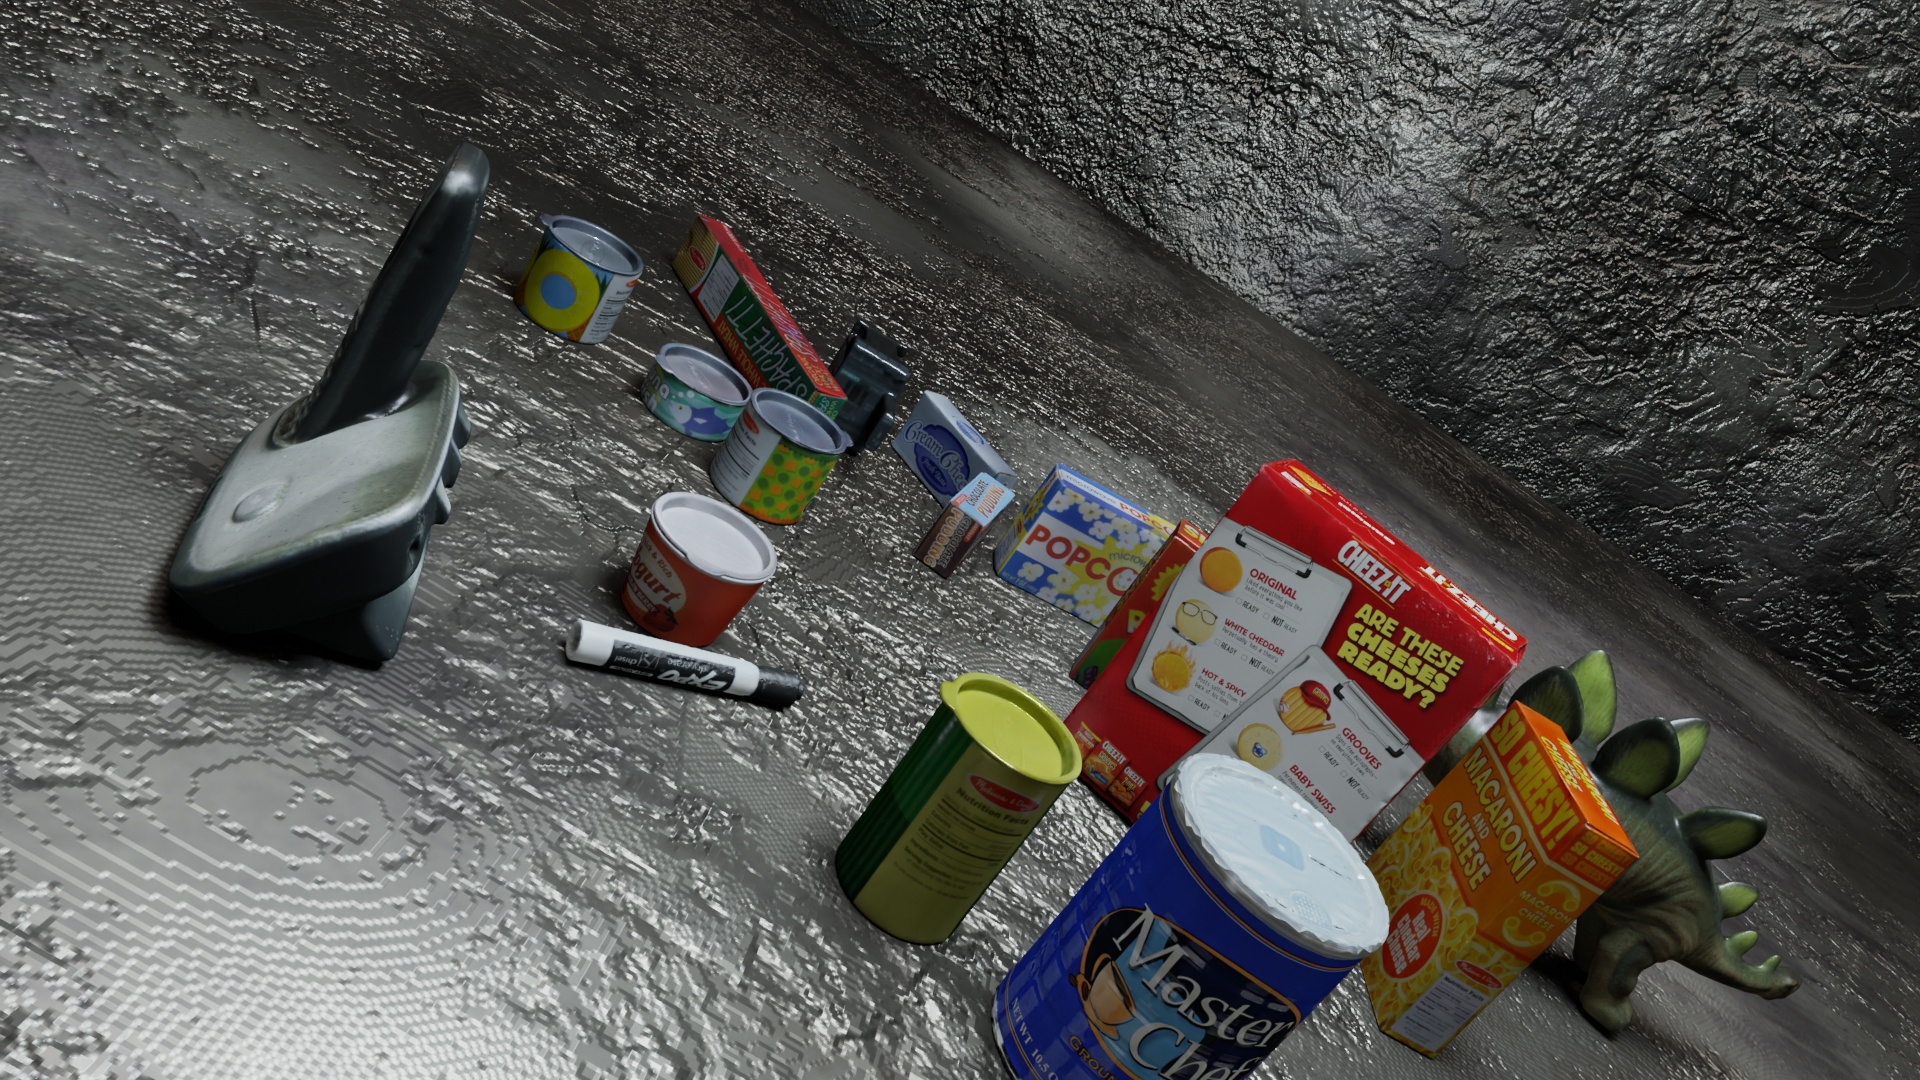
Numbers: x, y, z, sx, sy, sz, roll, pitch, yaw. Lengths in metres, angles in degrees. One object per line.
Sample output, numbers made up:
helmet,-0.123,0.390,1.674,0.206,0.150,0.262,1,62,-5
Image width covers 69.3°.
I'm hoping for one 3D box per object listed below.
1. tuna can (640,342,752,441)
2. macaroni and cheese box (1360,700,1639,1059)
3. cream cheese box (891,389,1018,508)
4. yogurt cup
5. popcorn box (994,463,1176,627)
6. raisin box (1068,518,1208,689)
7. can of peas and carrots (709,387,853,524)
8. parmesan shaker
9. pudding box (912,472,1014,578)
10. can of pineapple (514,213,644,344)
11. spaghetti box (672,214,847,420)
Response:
tuna can,-0.172,-0.096,0.895,0.071,0.032,0.071,29,23,-13
macaroni and cheese box,0.292,0.189,0.787,0.040,0.165,0.124,31,23,-10
cream cheese box,-0.006,-0.059,1.021,0.024,0.053,0.104,8,34,-48
yogurt cup,-0.134,0.016,0.697,0.072,0.053,0.073,29,23,-13
popcorn box,0.098,0.012,0.982,0.126,0.085,0.038,27,23,-17
raisin box,0.140,0.060,0.892,0.086,0.123,0.040,35,22,2
can of peas and carrots,-0.111,-0.051,0.856,0.071,0.058,0.071,29,23,-13
parmesan shaker,-0.005,0.116,0.610,0.071,0.102,0.071,29,23,-13
pudding box,0.003,-0.012,0.945,0.030,0.049,0.084,36,22,4
can of pineapple,-0.250,-0.171,0.905,0.071,0.057,0.071,29,23,-13
spaghetti box,-0.152,-0.156,1.020,0.029,0.050,0.251,13,31,-42
